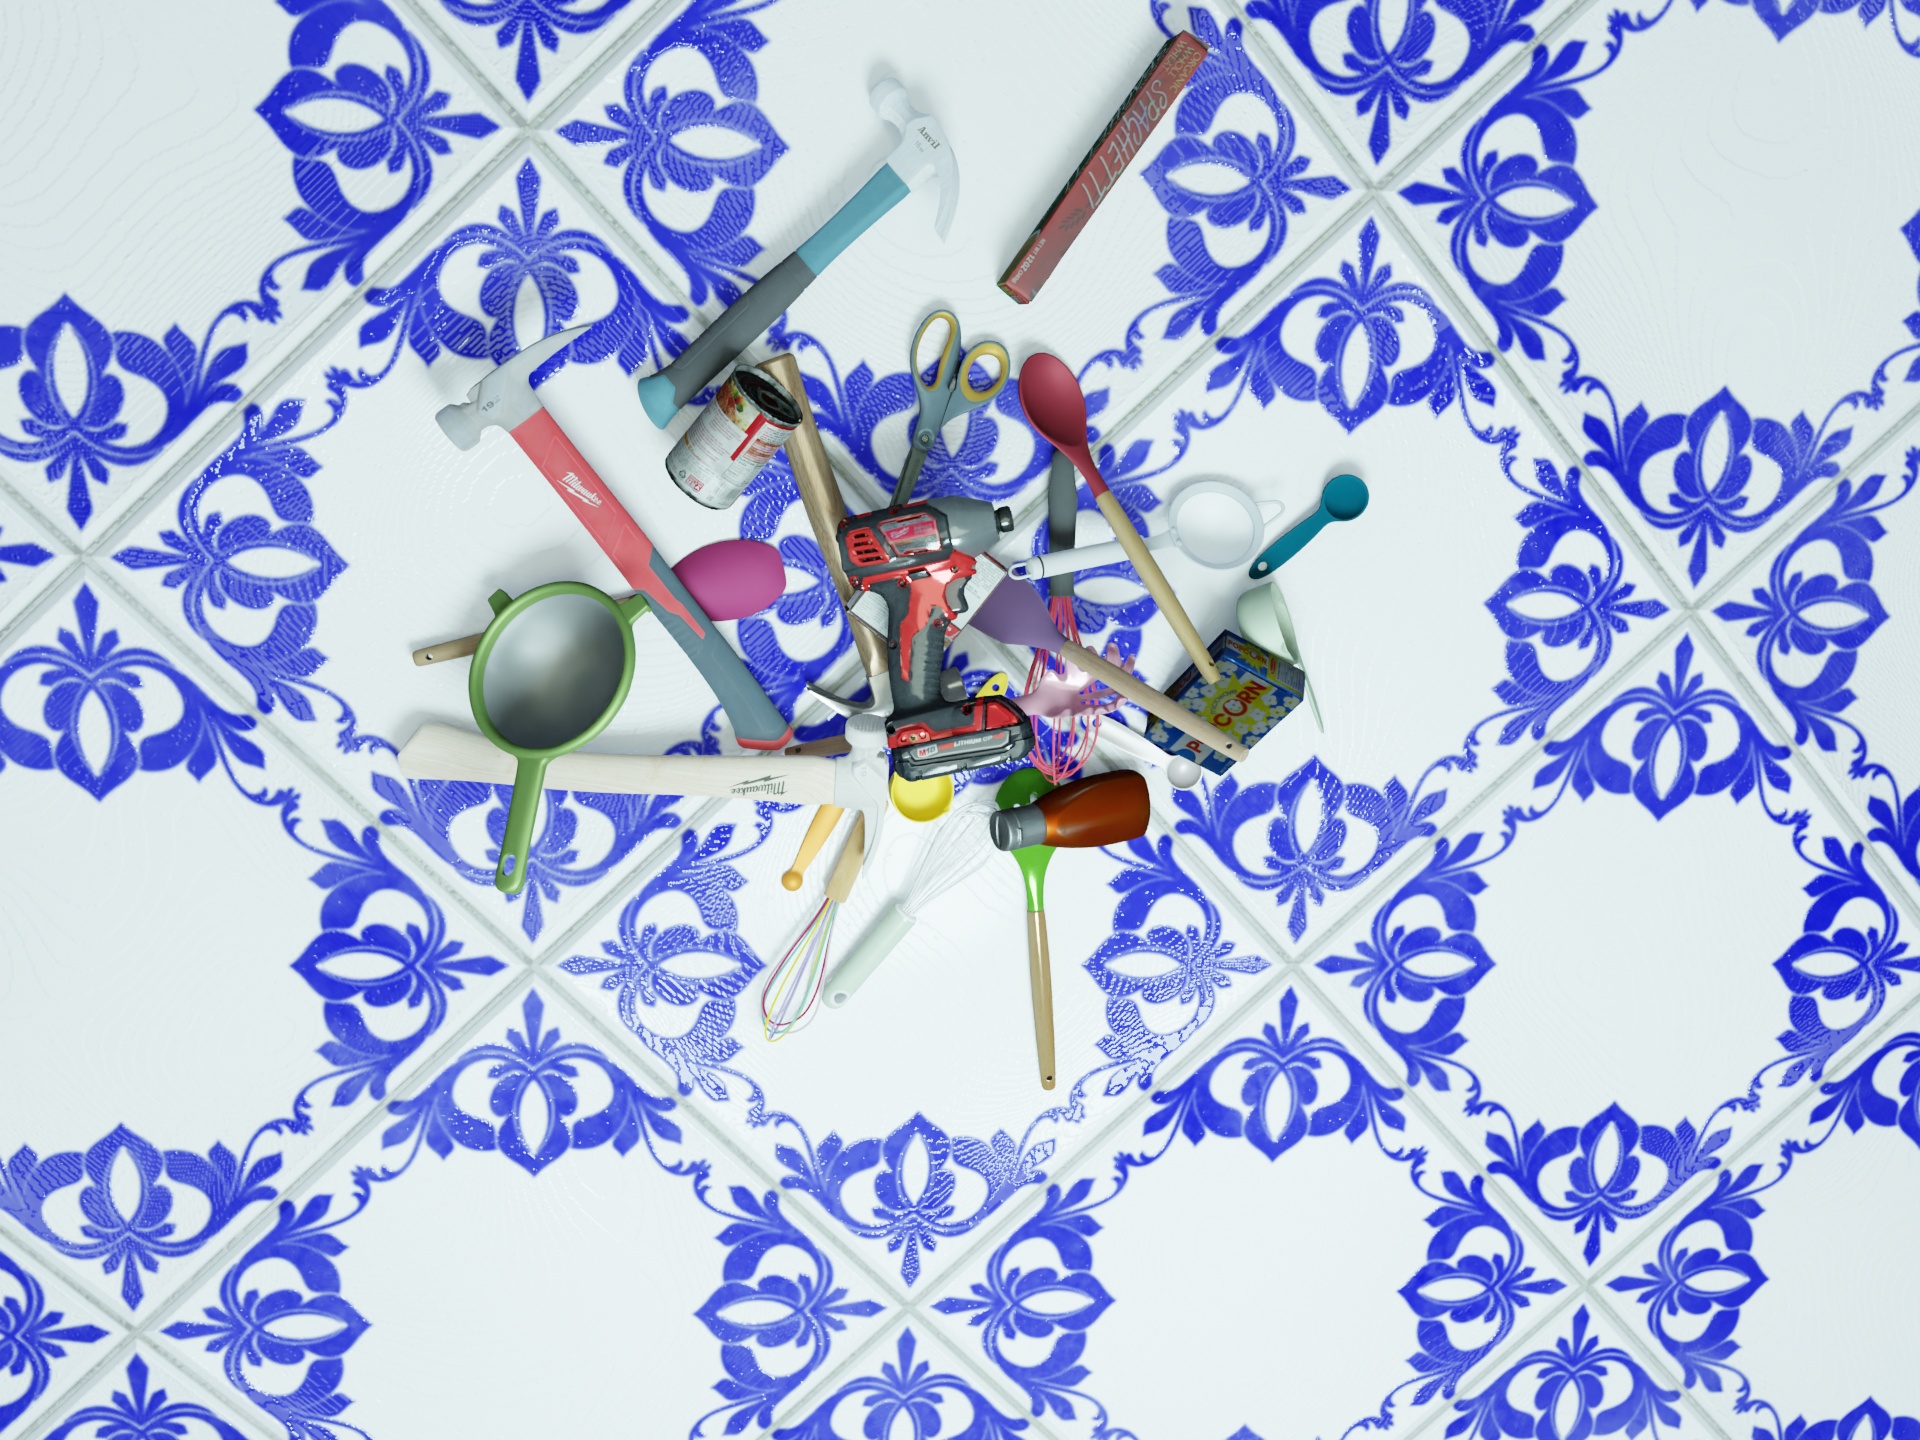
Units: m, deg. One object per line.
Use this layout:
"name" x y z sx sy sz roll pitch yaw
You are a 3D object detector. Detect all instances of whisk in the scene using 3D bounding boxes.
"whisk" 0.088 -0.089 1.385 0.073 0.073 0.296 0 98 -8
"whisk" -0.121 0.179 1.430 0.047 0.051 0.245 22 95 -33
"whisk" -0.045 0.167 1.432 0.057 0.059 0.246 35 101 -29

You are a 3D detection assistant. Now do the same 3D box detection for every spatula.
"spatula" 0.107 -0.050 1.311 0.316 0.018 0.060 34 89 30

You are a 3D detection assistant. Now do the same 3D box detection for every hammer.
"hammer" -0.250 -0.136 1.314 0.143 0.038 0.386 -36 111 1
"hammer" -0.136 -0.362 1.289 0.331 0.033 0.128 -41 79 7
"hammer" -0.106 -0.148 1.357 0.130 0.031 0.331 -20 104 -3
"hammer" -0.268 0.054 1.356 0.410 0.038 0.146 4 116 -1

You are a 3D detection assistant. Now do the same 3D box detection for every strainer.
"strainer" 0.158 -0.151 1.365 0.258 0.050 0.087 -13 73 -19
"strainer" -0.327 0.017 1.286 0.151 0.069 0.256 3 75 20

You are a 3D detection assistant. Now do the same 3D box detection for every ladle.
"ladle" 0.134 -0.168 1.331 0.069 0.031 0.315 -24 81 -34

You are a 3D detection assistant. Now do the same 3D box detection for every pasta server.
"pasta server" -0.002 -0.004 1.355 0.316 0.040 0.060 -12 64 11

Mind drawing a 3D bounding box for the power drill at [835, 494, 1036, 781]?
"power drill" -0.010 -0.070 1.282 0.143 0.078 0.219 -12 93 5

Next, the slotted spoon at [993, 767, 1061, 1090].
"slotted spoon" 0.073 0.197 1.465 0.070 0.031 0.313 -6 105 -7

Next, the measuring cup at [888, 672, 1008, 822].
"measuring cup" -0.008 0.021 1.418 0.062 0.029 0.156 37 84 -14

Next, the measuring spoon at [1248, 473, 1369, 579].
"measuring spoon" 0.307 -0.172 1.421 0.128 0.021 0.042 -40 105 12

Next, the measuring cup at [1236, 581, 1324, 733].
"measuring cup" 0.287 -0.048 1.426 0.038 0.083 0.167 -15 125 20

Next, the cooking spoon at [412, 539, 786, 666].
"cooking spoon" -0.305 -0.091 1.348 0.319 0.017 0.068 -15 104 -5

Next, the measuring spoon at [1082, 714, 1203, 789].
"measuring spoon" 0.164 0.023 1.446 0.124 0.018 0.034 29 102 -6

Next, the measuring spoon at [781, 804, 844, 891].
"measuring spoon" -0.127 0.103 1.421 0.021 0.011 0.117 28 98 -13
